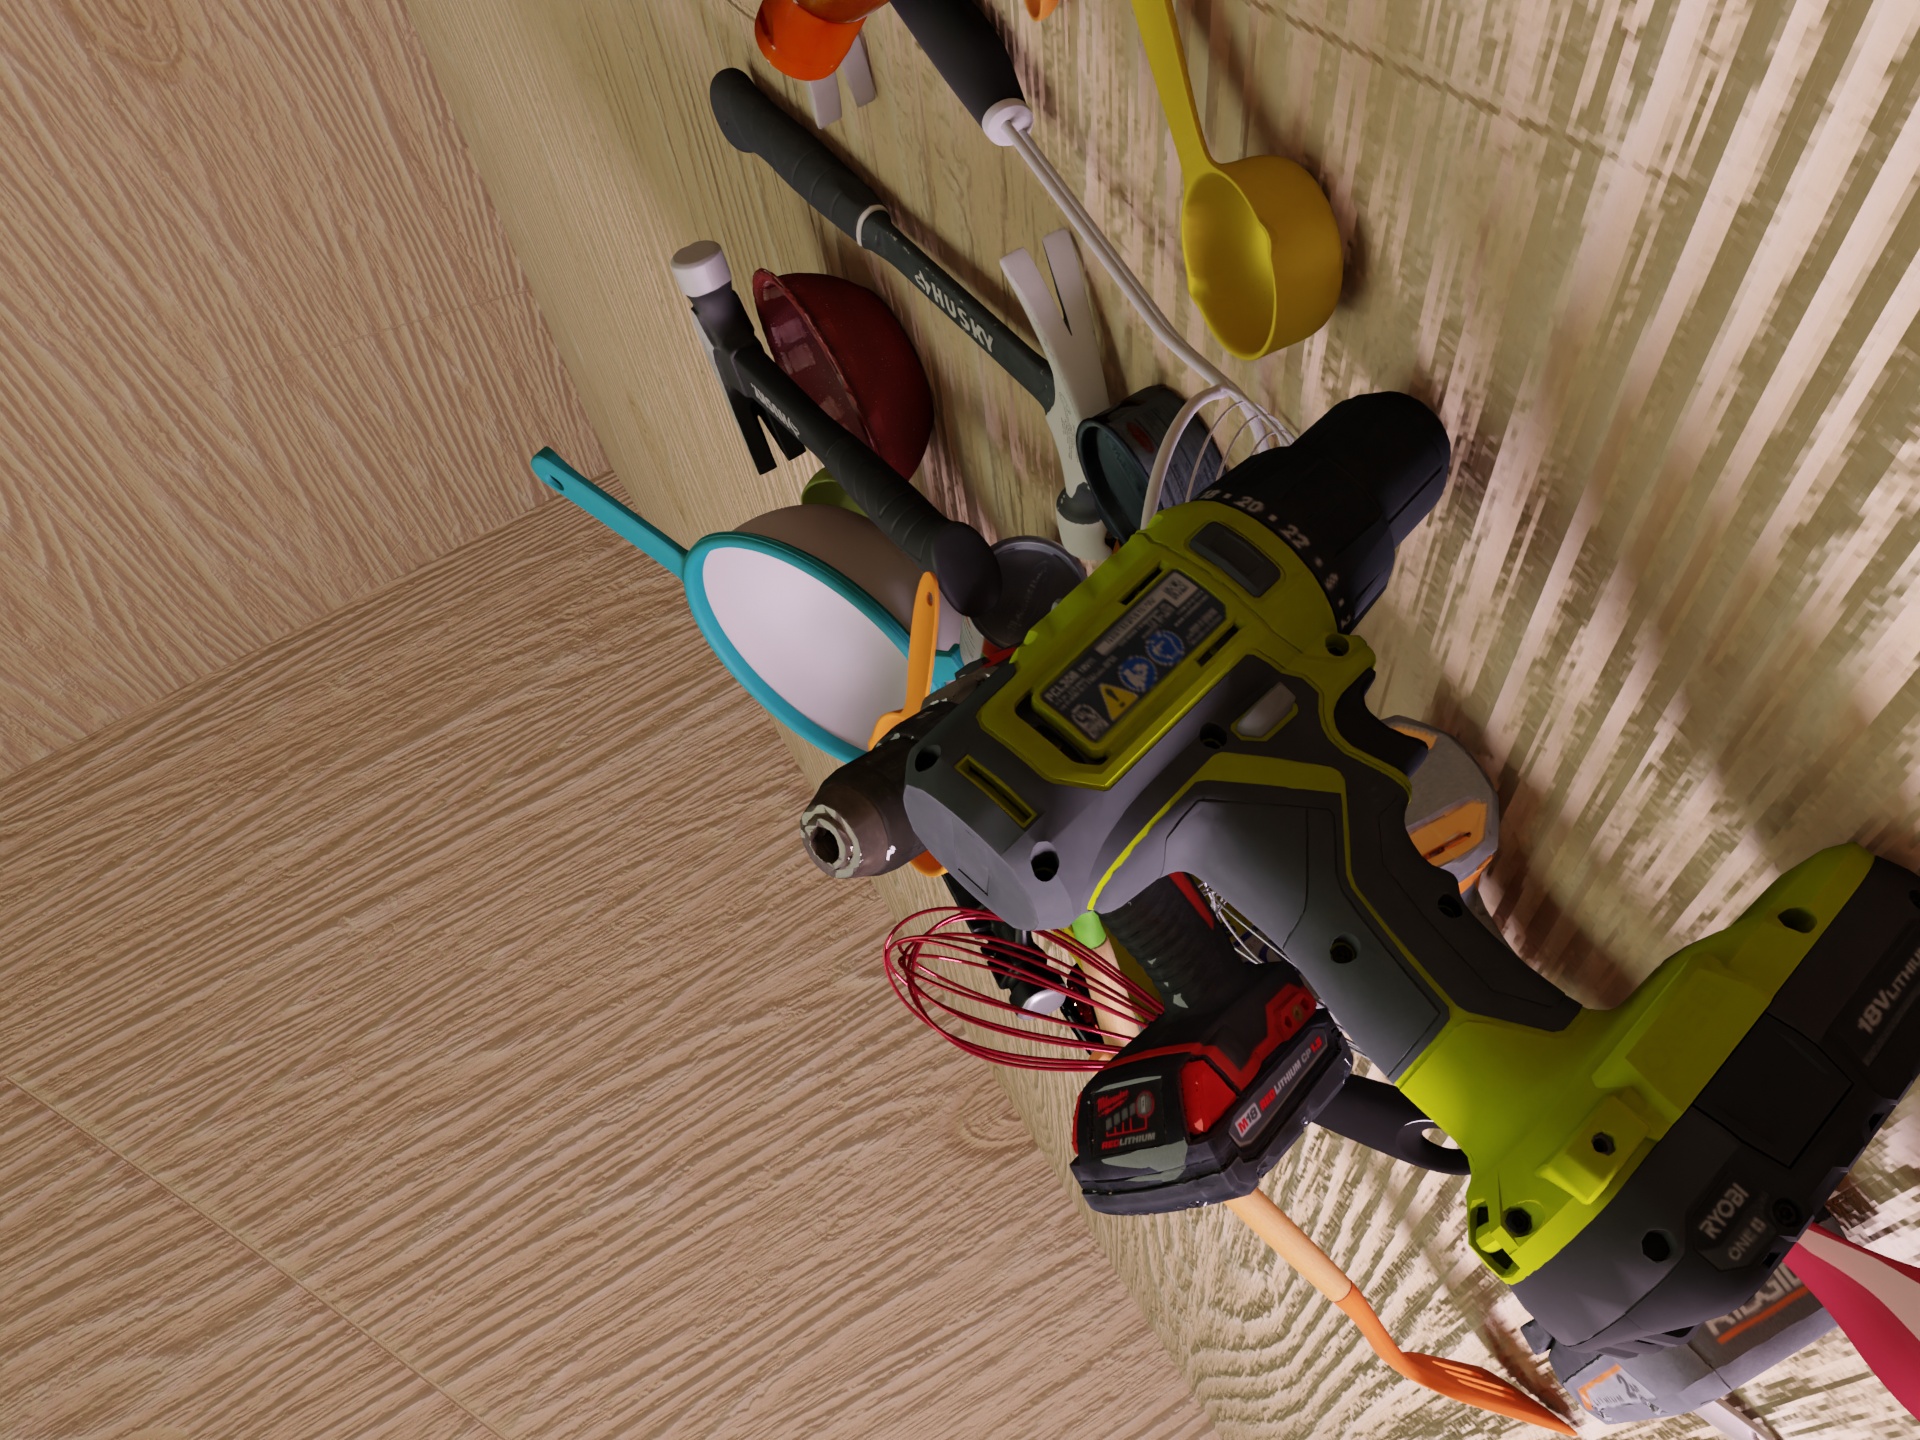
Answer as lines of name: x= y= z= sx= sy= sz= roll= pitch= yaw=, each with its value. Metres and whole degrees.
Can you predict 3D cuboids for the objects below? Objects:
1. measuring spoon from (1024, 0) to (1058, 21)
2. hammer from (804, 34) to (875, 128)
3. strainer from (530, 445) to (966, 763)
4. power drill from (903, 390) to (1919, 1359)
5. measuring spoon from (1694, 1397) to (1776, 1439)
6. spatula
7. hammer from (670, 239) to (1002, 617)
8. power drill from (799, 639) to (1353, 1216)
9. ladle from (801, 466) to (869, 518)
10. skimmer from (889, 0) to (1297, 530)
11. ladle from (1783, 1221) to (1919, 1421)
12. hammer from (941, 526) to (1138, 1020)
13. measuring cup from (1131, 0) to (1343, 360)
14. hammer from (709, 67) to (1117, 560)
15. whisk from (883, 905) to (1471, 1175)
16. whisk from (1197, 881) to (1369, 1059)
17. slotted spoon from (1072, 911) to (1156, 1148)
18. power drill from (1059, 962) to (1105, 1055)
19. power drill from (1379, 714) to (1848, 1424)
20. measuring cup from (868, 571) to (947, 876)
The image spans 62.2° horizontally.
measuring spoon: x=0.035 y=-0.257 z=0.486 sx=0.117 sy=0.011 sz=0.021 roll=120 pitch=132 yaw=-74
hammer: x=-0.153 y=-0.416 z=0.865 sx=0.411 sy=0.038 sz=0.146 roll=45 pitch=163 yaw=56
strainer: x=-0.119 y=-0.101 z=1.026 sx=0.340 sy=0.095 sz=0.210 roll=35 pitch=153 yaw=10
power drill: x=0.125 y=0.024 z=0.414 sx=0.229 sy=0.190 sz=0.080 roll=41 pitch=161 yaw=20
measuring spoon: x=0.292 y=0.263 z=0.658 sx=0.124 sy=0.018 sz=0.034 roll=31 pitch=149 yaw=56
spatula: x=0.187 y=0.273 z=0.826 sx=0.322 sy=0.041 sz=0.081 roll=44 pitch=170 yaw=-9
hammer: x=-0.068 y=-0.146 z=0.877 sx=0.335 sy=0.035 sz=0.146 roll=48 pitch=163 yaw=46
power drill: x=0.046 y=0.082 z=0.635 sx=0.080 sy=0.188 sz=0.226 roll=-27 pitch=92 yaw=44
ladle: x=-0.002 y=-0.055 z=1.068 sx=0.320 sy=0.062 sz=0.078 roll=54 pitch=161 yaw=21
skimmer: x=0.026 y=-0.154 z=0.575 sx=0.127 sy=0.090 sz=0.363 roll=7 pitch=-132 yaw=-61
ladle: x=0.185 y=0.108 z=0.458 sx=0.316 sy=0.031 sz=0.069 roll=37 pitch=144 yaw=28
hammer: x=0.049 y=0.020 z=0.804 sx=0.127 sy=0.034 sz=0.336 roll=60 pitch=152 yaw=30
measuring cup: x=0.076 y=-0.185 z=0.466 sx=0.062 sy=0.029 sz=0.156 roll=180 pitch=73 yaw=-78
hammer: x=-0.038 y=-0.242 z=0.791 sx=0.409 sy=0.036 sz=0.149 roll=52 pitch=165 yaw=40
whisk: x=0.102 y=0.153 z=0.745 sx=0.296 sy=0.073 sz=0.073 roll=17 pitch=157 yaw=11
whisk: x=0.193 y=0.143 z=0.688 sx=0.285 sy=0.070 sz=0.070 roll=42 pitch=159 yaw=47
slotted spoon: x=0.071 y=0.129 z=0.802 sx=0.070 sy=0.031 sz=0.313 roll=7 pitch=127 yaw=39
power drill: x=0.126 y=0.175 z=1.030 sx=0.143 sy=0.078 sz=0.219 roll=54 pitch=165 yaw=27
power drill: x=0.195 y=0.126 z=0.571 sx=0.226 sy=0.084 sz=0.185 roll=60 pitch=173 yaw=26
measuring cup: x=-0.001 y=-0.003 z=0.796 sx=0.095 sy=0.052 sz=0.173 roll=48 pitch=143 yaw=44
